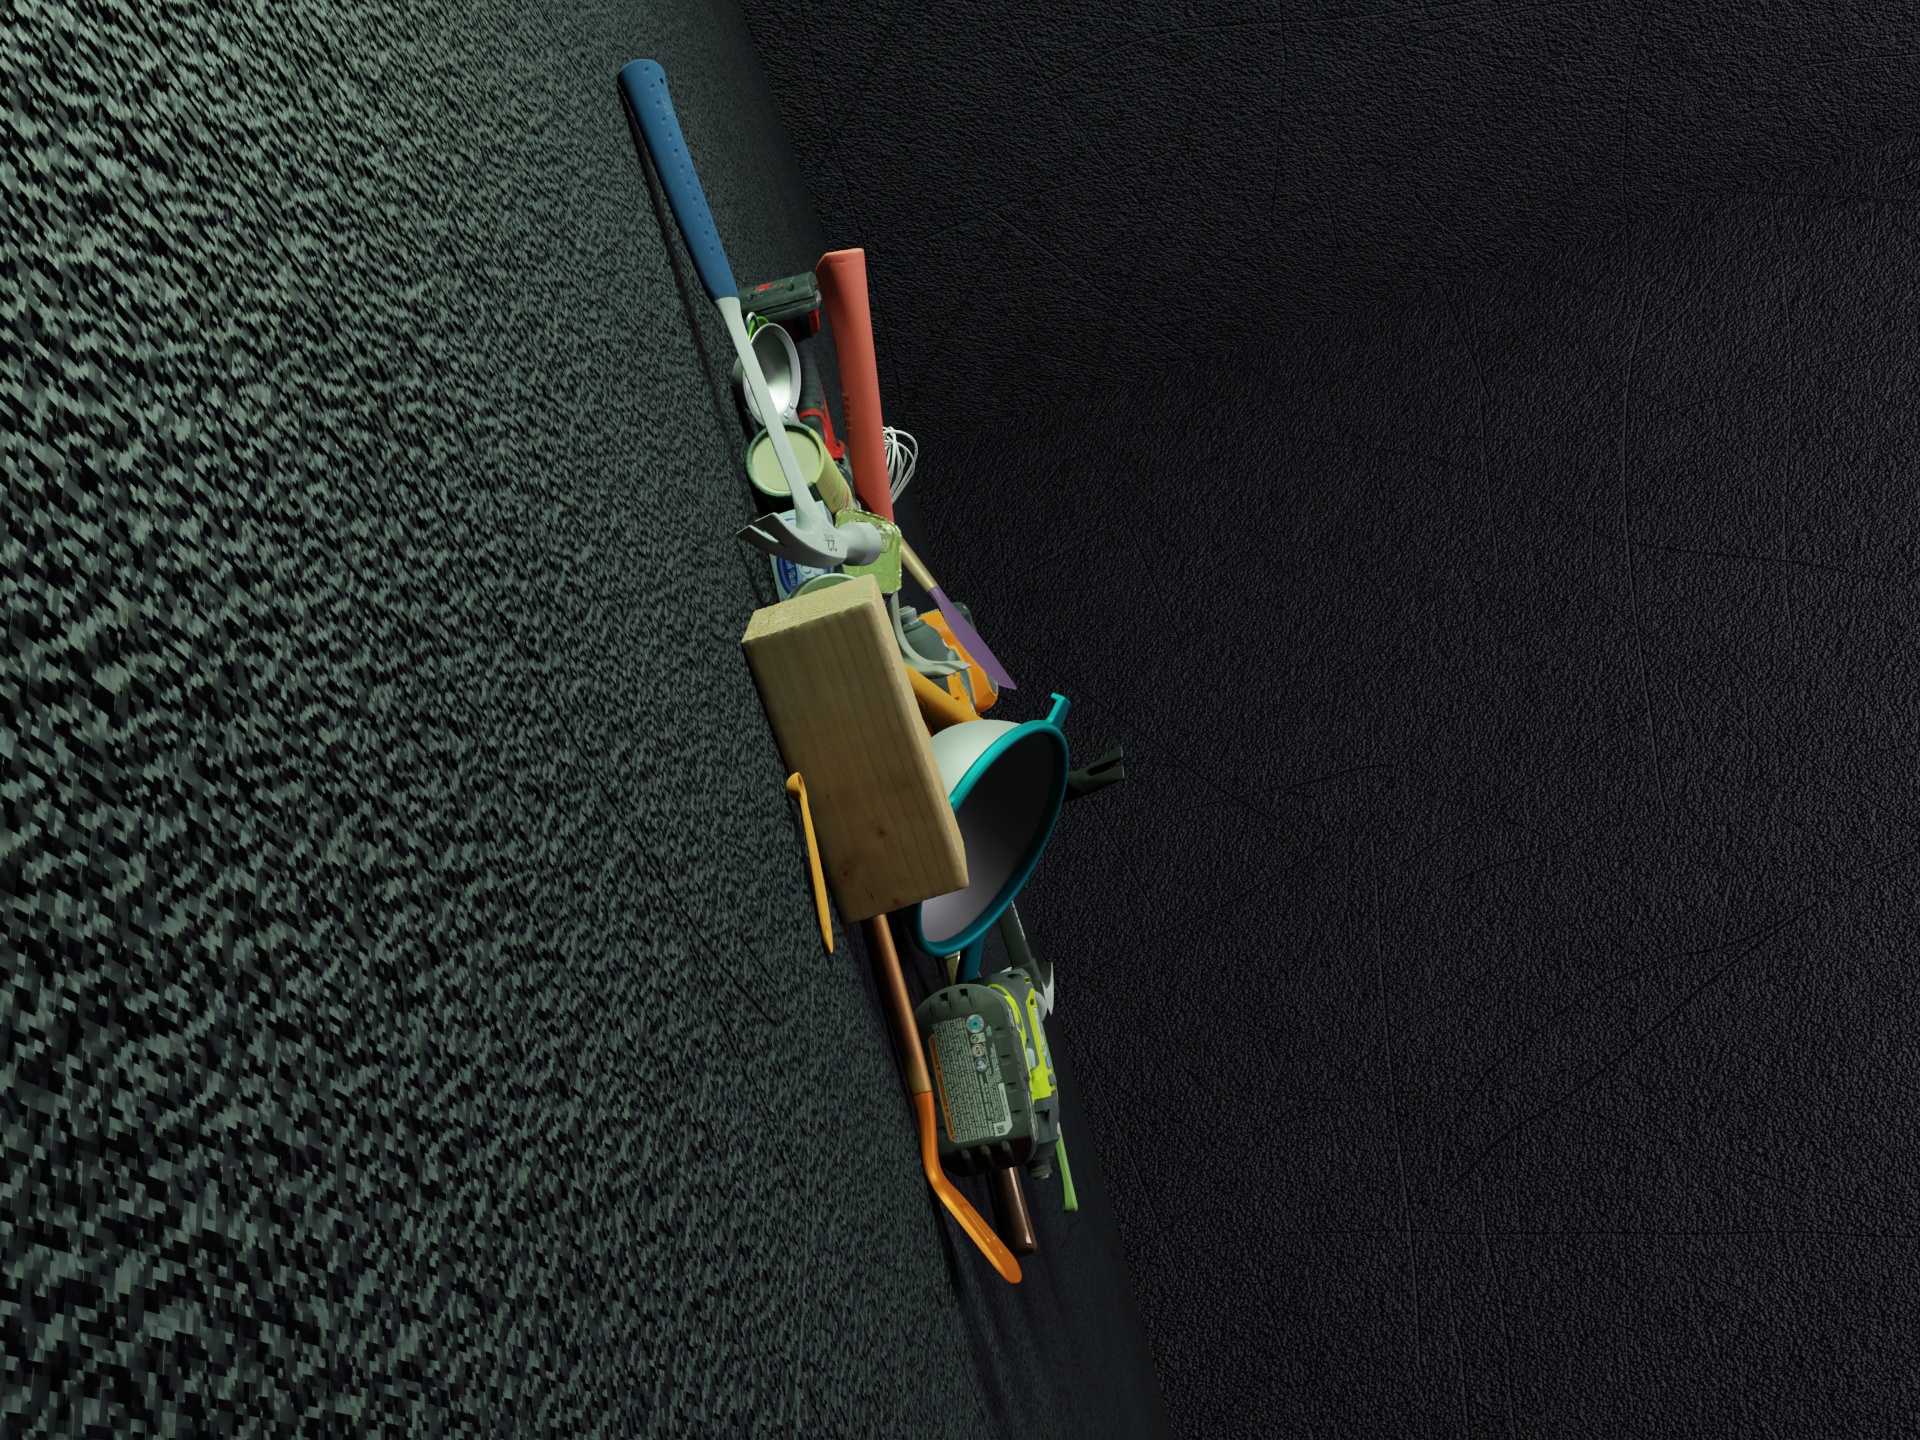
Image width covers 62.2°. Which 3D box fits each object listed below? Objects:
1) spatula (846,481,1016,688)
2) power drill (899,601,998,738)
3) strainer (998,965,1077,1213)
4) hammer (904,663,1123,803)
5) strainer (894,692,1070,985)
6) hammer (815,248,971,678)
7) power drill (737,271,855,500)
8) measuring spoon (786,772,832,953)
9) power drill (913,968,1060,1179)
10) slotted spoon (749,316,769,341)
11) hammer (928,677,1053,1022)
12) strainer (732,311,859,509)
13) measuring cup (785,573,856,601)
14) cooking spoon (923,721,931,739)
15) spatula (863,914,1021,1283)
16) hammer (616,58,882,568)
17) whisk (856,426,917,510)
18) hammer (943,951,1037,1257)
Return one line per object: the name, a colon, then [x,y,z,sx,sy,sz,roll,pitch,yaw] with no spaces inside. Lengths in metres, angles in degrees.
spatula: [-0.042,-0.147,1.585,0.316,0.018,0.059,53,20,25]
power drill: [-0.022,-0.052,1.611,0.226,0.084,0.164,-78,148,-75]
strainer: [0.060,0.371,1.603,0.151,0.069,0.256,94,-16,-80]
hammer: [-0.002,-0.004,1.341,0.336,0.127,0.034,32,47,-42]
strainer: [-0.013,0.129,1.336,0.211,0.095,0.340,-37,146,-42]
hammer: [-0.070,-0.211,1.342,0.149,0.036,0.359,13,-63,42]
power drill: [-0.148,-0.300,1.513,0.188,0.080,0.226,-97,172,-70]
measuring spoon: [-0.095,0.089,0.991,0.021,0.011,0.117,62,15,-73]
power drill: [0.032,0.284,1.256,0.223,0.080,0.171,36,40,-75]
slotted spoon: [-0.149,-0.203,1.400,0.070,0.031,0.314,6,68,-73]
hammer: [0.022,0.113,1.478,0.146,0.035,0.335,-2,74,-83]
strainer: [-0.138,-0.244,1.370,0.258,0.050,0.087,58,45,-42]
measuring cup: [-0.095,-0.027,1.185,0.038,0.083,0.167,-149,-124,-70]
cooking spoon: [-0.046,-0.008,1.450,0.068,0.017,0.319,66,-1,-70]
spatula: [-0.025,0.235,1.114,0.081,0.041,0.323,60,12,-72]
hammer: [-0.173,-0.302,1.180,0.144,0.035,0.405,-11,78,-62]
whisk: [-0.086,-0.179,1.491,0.246,0.059,0.058,109,-31,-50]
hammer: [0.020,0.326,1.461,0.129,0.031,0.332,67,7,-56]
